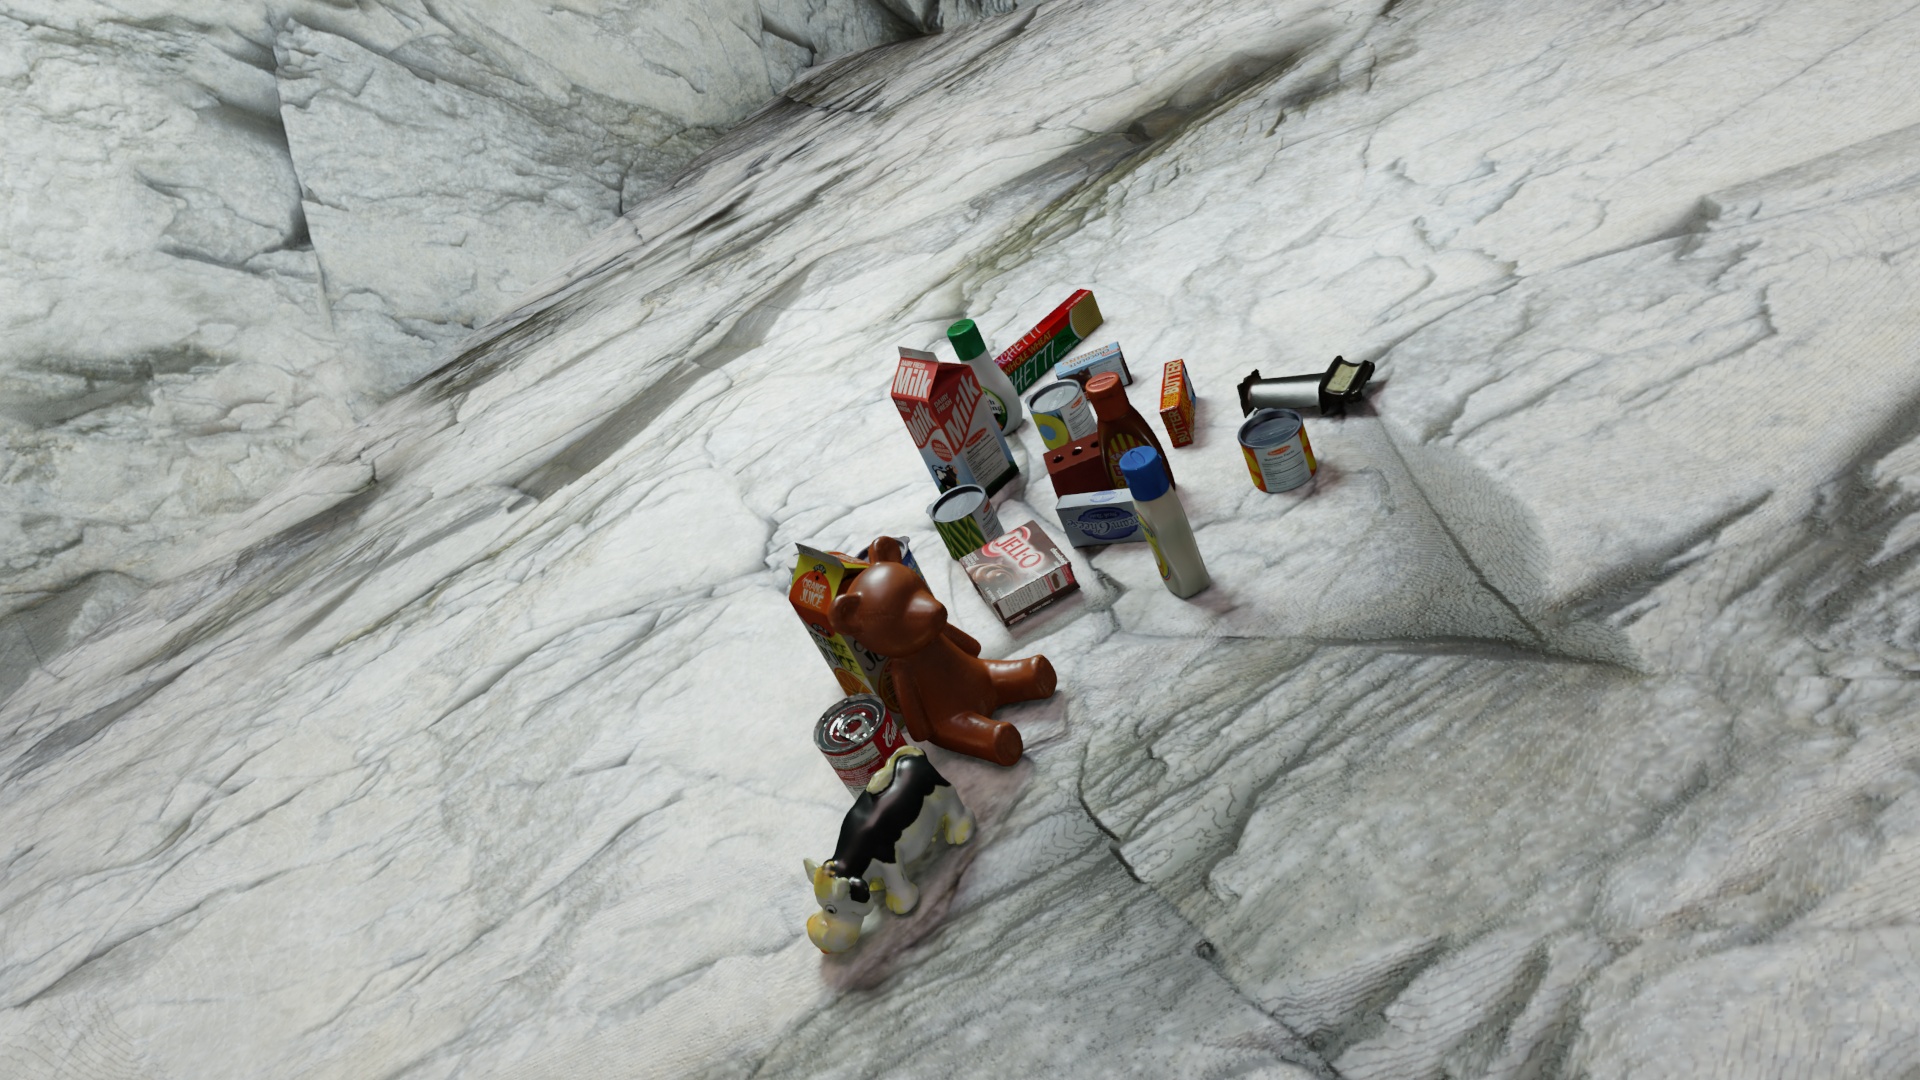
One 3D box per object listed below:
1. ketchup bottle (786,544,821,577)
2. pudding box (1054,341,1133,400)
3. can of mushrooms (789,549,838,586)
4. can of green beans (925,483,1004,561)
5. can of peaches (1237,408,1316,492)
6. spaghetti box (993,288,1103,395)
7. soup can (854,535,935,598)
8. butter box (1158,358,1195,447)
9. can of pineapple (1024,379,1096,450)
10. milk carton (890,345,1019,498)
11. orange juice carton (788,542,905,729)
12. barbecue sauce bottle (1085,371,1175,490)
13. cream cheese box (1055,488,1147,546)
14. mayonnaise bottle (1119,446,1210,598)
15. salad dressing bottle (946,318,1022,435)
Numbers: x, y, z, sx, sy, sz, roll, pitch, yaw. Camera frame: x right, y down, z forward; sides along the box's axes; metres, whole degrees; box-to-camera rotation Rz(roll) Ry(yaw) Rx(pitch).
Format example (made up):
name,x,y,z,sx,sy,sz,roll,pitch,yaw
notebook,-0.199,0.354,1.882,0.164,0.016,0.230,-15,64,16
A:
name,x,y,z,sx,sy,sz,roll,pitch,yaw
ketchup bottle,-0.124,0.072,1.382,0.064,0.148,0.044,4,42,40
pudding box,0.160,-0.201,1.674,0.083,0.049,0.030,-20,31,10
can of mushrooms,-0.153,0.044,1.557,0.071,0.033,0.071,-19,32,12
can of green beans,0.007,-0.019,1.508,0.071,0.057,0.071,-19,32,12
can of peaches,0.316,-0.091,1.387,0.071,0.058,0.071,-19,32,12
spaghetti box,0.089,-0.234,1.775,0.251,0.050,0.029,-43,34,-25
soup can,-0.066,0.047,1.438,0.071,0.083,0.072,-19,32,12
butter box,0.241,-0.153,1.539,0.024,0.053,0.104,-13,33,21
can of pineapple,0.117,-0.146,1.617,0.071,0.057,0.071,-19,32,12
milk carton,-0.013,-0.137,1.571,0.074,0.189,0.072,-42,34,-24
orange juice carton,-0.094,0.081,1.304,0.073,0.192,0.072,-42,34,-24
barbecue sauce bottle,0.170,-0.103,1.426,0.065,0.148,0.044,-16,32,17
cream cheese box,0.154,-0.024,1.411,0.103,0.053,0.024,-6,37,30
mayonnaise bottle,0.187,-0.019,1.287,0.041,0.147,0.065,-28,31,-2
salad dressing bottle,0.028,-0.196,1.670,0.064,0.147,0.044,3,42,40
